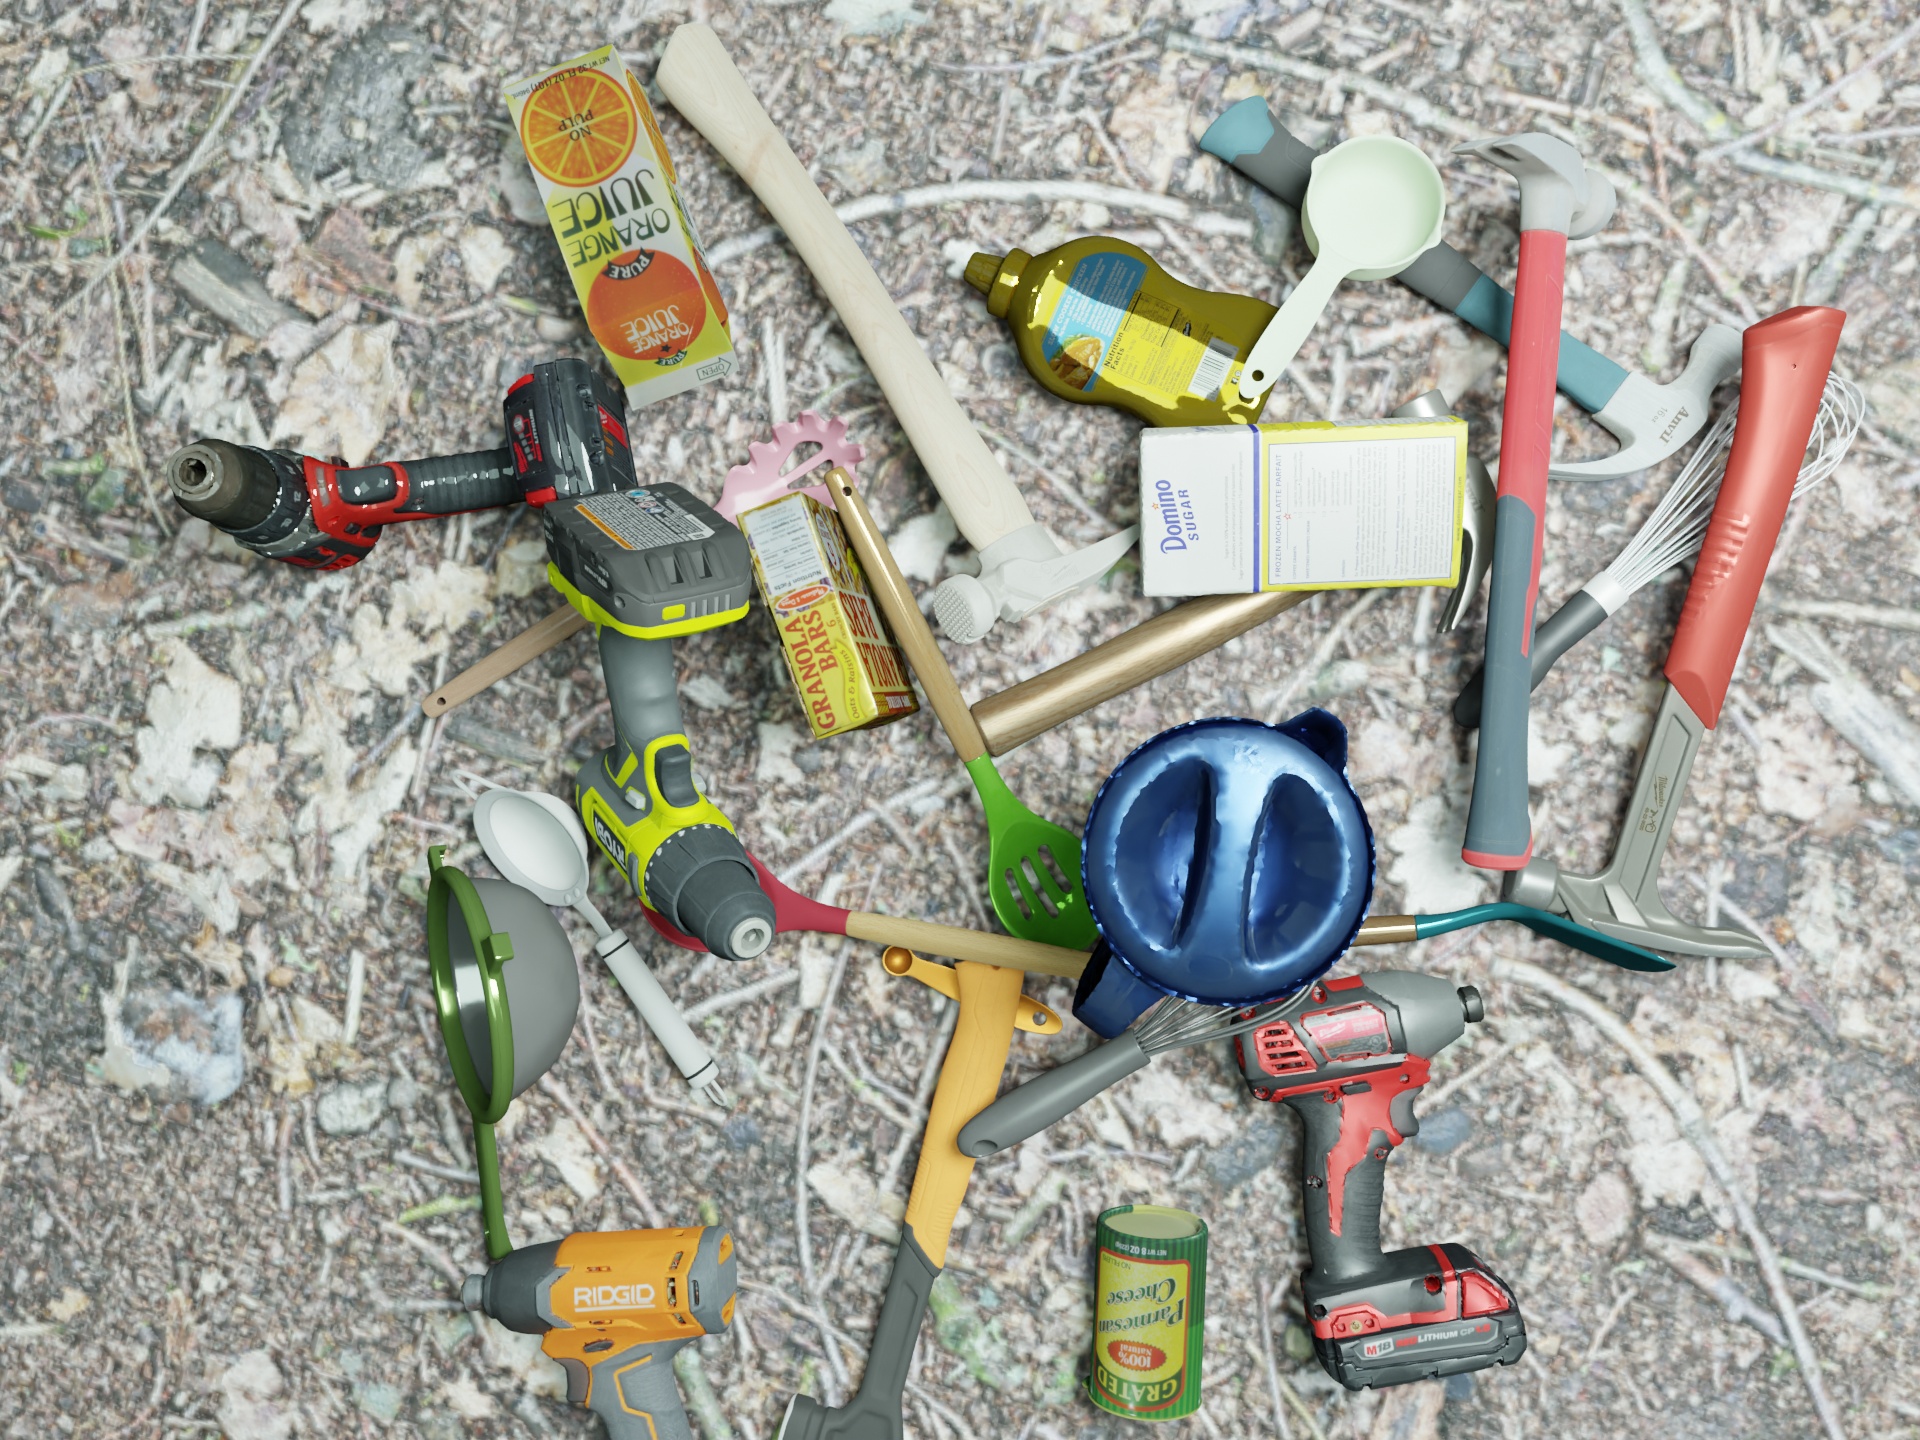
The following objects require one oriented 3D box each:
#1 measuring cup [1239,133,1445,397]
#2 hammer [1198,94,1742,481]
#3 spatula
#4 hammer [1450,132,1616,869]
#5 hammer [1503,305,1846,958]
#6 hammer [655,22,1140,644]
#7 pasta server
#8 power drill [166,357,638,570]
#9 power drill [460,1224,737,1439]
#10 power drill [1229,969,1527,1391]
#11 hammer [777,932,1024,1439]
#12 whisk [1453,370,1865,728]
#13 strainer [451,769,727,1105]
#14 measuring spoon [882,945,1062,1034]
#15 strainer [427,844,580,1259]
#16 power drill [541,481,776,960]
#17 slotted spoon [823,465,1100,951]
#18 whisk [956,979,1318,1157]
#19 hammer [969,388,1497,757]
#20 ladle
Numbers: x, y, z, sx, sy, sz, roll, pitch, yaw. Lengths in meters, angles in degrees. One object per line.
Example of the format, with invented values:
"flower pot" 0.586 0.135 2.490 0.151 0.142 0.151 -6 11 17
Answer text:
"measuring cup" 0.204 -0.248 0.893 0.083 0.038 0.167 34 90 3
"hammer" 0.285 -0.258 0.926 0.331 0.033 0.128 36 92 3
"spatula" 0.238 0.133 0.921 0.317 0.082 0.044 -5 78 11
"hammer" 0.294 -0.110 0.854 0.038 0.143 0.386 8 98 40
"hammer" 0.421 -0.044 0.874 0.149 0.037 0.359 12 106 5
"hammer" -0.048 -0.242 0.932 0.146 0.038 0.411 -27 80 -31
"pasta server" -0.195 -0.088 0.960 0.316 0.040 0.060 -32 99 5
"power drill" -0.309 -0.139 0.896 0.226 0.188 0.080 -11 88 0
"power drill" -0.213 0.419 0.946 0.164 0.084 0.226 -4 86 5
"power drill" 0.246 0.254 0.913 0.143 0.078 0.220 -13 86 4
"hammer" -0.008 0.292 0.945 0.127 0.034 0.337 15 93 5
"whisk" 0.394 -0.094 0.909 0.284 0.070 0.070 -43 88 8
"strainer" -0.215 0.127 0.962 0.087 0.050 0.258 -29 96 43
"measuring spoon" 0.008 0.163 0.962 0.117 0.011 0.021 23 94 0
"strainer" -0.261 0.204 0.948 0.069 0.152 0.256 -11 112 -29
"power drill" -0.156 0.004 0.853 0.080 0.191 0.228 -15 121 -28
"slotted spoon" -0.001 -0.003 0.915 0.070 0.031 0.313 -31 103 -18
"whisk" 0.099 0.183 0.897 0.239 0.055 0.055 -32 88 7
"hammer" 0.161 -0.063 0.937 0.331 0.031 0.130 -27 88 4
"ladle" -0.040 0.121 0.926 0.315 0.031 0.069 8 88 16
